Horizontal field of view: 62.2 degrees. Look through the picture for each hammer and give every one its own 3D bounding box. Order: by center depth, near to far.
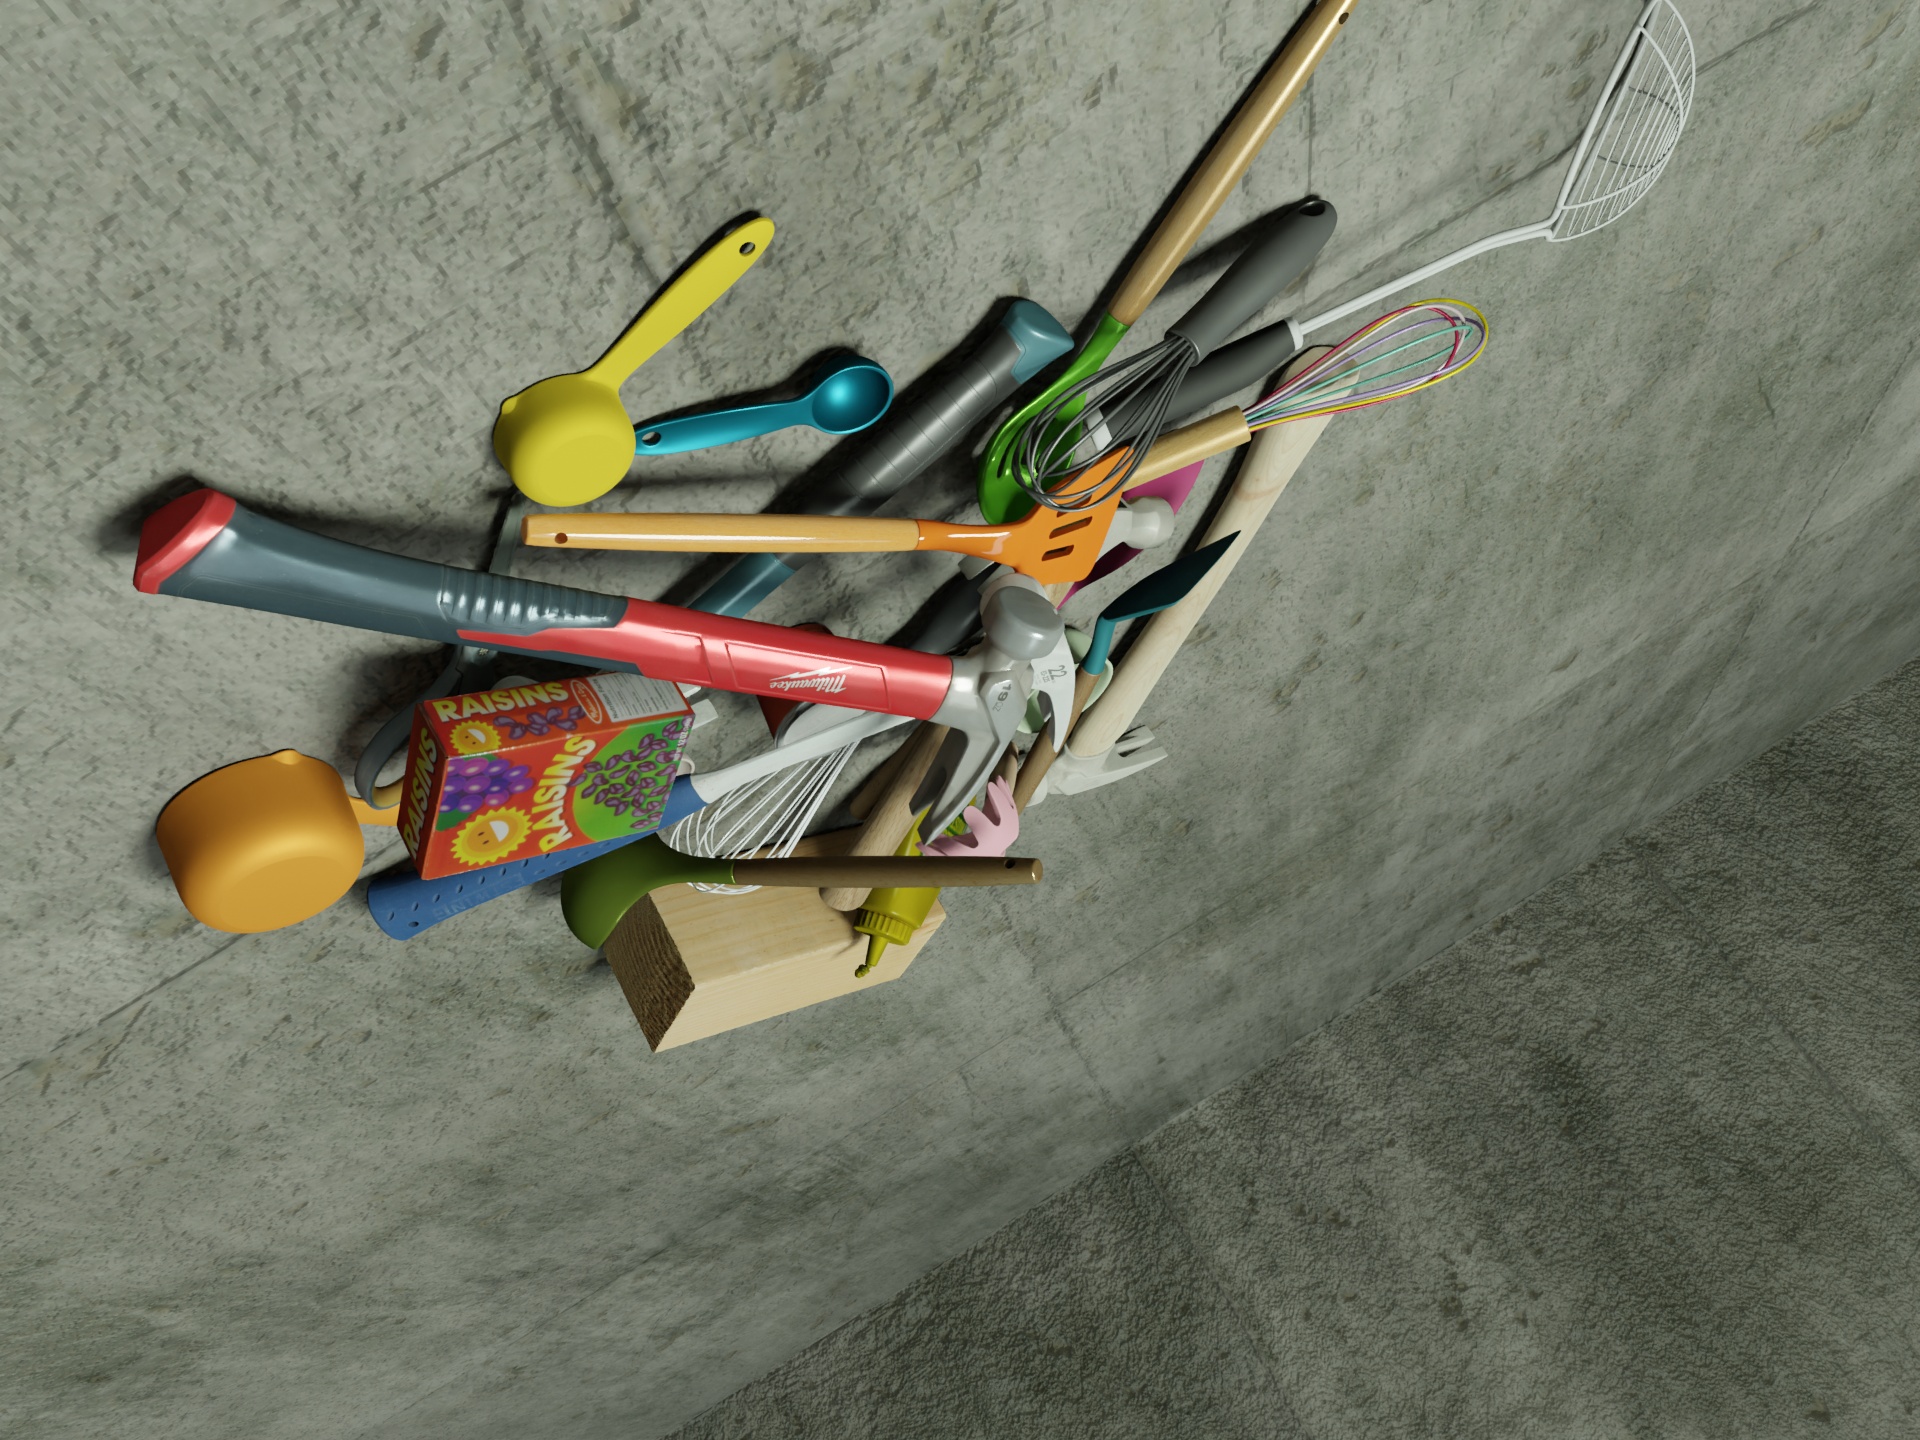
[{"bbox_3d":[-0.147,-0.025,0.695,0.386,0.038,0.143,9,126,-29],"label":"hammer"},{"bbox_3d":[-0.080,-0.091,0.793,0.331,0.033,0.128,-39,161,10],"label":"hammer"},{"bbox_3d":[-0.128,0.036,0.864,0.405,0.035,0.144,-21,151,7],"label":"hammer"},{"bbox_3d":[-0.002,-0.003,0.952,0.130,0.031,0.331,-7,139,-49],"label":"hammer"},{"bbox_3d":[0.162,-0.085,1.086,0.146,0.038,0.410,-15,149,-35],"label":"hammer"}]

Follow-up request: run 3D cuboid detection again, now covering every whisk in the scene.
[{"bbox_3d":[0.113,-0.185,0.786,0.239,0.055,0.055,-45,158,-18],"label":"whisk"},{"bbox_3d":[0.181,-0.181,0.906,0.245,0.047,0.051,-22,-176,6],"label":"whisk"},{"bbox_3d":[-0.072,0.005,0.965,0.284,0.070,0.070,-45,152,12],"label":"whisk"}]

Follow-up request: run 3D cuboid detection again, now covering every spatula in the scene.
[{"bbox_3d":[-0.048,-0.093,0.757,0.322,0.041,0.081,-3,128,-30],"label":"spatula"},{"bbox_3d":[0.084,-0.012,1.029,0.082,0.044,0.317,-47,169,-39],"label":"spatula"}]

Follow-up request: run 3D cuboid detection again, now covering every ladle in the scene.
[{"bbox_3d":[-0.097,0.093,0.897,0.320,0.078,0.062,-3,138,27],"label":"ladle"}]

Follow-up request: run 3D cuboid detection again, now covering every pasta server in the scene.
[{"bbox_3d":[0.019,0.042,1.003,0.060,0.040,0.316,-40,-175,10],"label":"pasta server"}]

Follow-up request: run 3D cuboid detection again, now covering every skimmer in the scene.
[{"bbox_3d":[0.223,-0.259,0.855,0.363,0.090,0.127,-25,167,8],"label":"skimmer"}]

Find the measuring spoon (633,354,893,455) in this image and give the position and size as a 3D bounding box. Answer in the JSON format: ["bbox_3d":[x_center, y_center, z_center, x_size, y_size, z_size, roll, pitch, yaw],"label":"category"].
[{"bbox_3d":[-0.094,-0.144,0.724,0.128,0.021,0.042,-15,148,-15],"label":"measuring spoon"}]

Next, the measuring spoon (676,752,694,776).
[{"bbox_3d":[-0.213,0.046,0.925,0.124,0.018,0.034,-26,155,3],"label":"measuring spoon"}]

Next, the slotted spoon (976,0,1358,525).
[{"bbox_3d":[0.094,-0.220,0.784,0.070,0.031,0.313,-7,143,-47],"label":"slotted spoon"}]

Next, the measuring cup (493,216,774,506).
[{"bbox_3d":[-0.129,-0.145,0.656,0.156,0.029,0.062,-39,154,18],"label":"measuring cup"}]

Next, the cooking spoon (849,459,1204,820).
[{"bbox_3d":[0.036,-0.054,0.986,0.319,0.017,0.068,-48,148,14],"label":"cooking spoon"}]

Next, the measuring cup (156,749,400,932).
[{"bbox_3d":[-0.307,0.065,0.800,0.173,0.052,0.095,4,136,-49],"label":"measuring cup"}]

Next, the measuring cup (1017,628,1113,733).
[{"bbox_3d":[0.021,-0.012,1.057,0.167,0.038,0.083,-24,153,-14],"label":"measuring cup"}]
